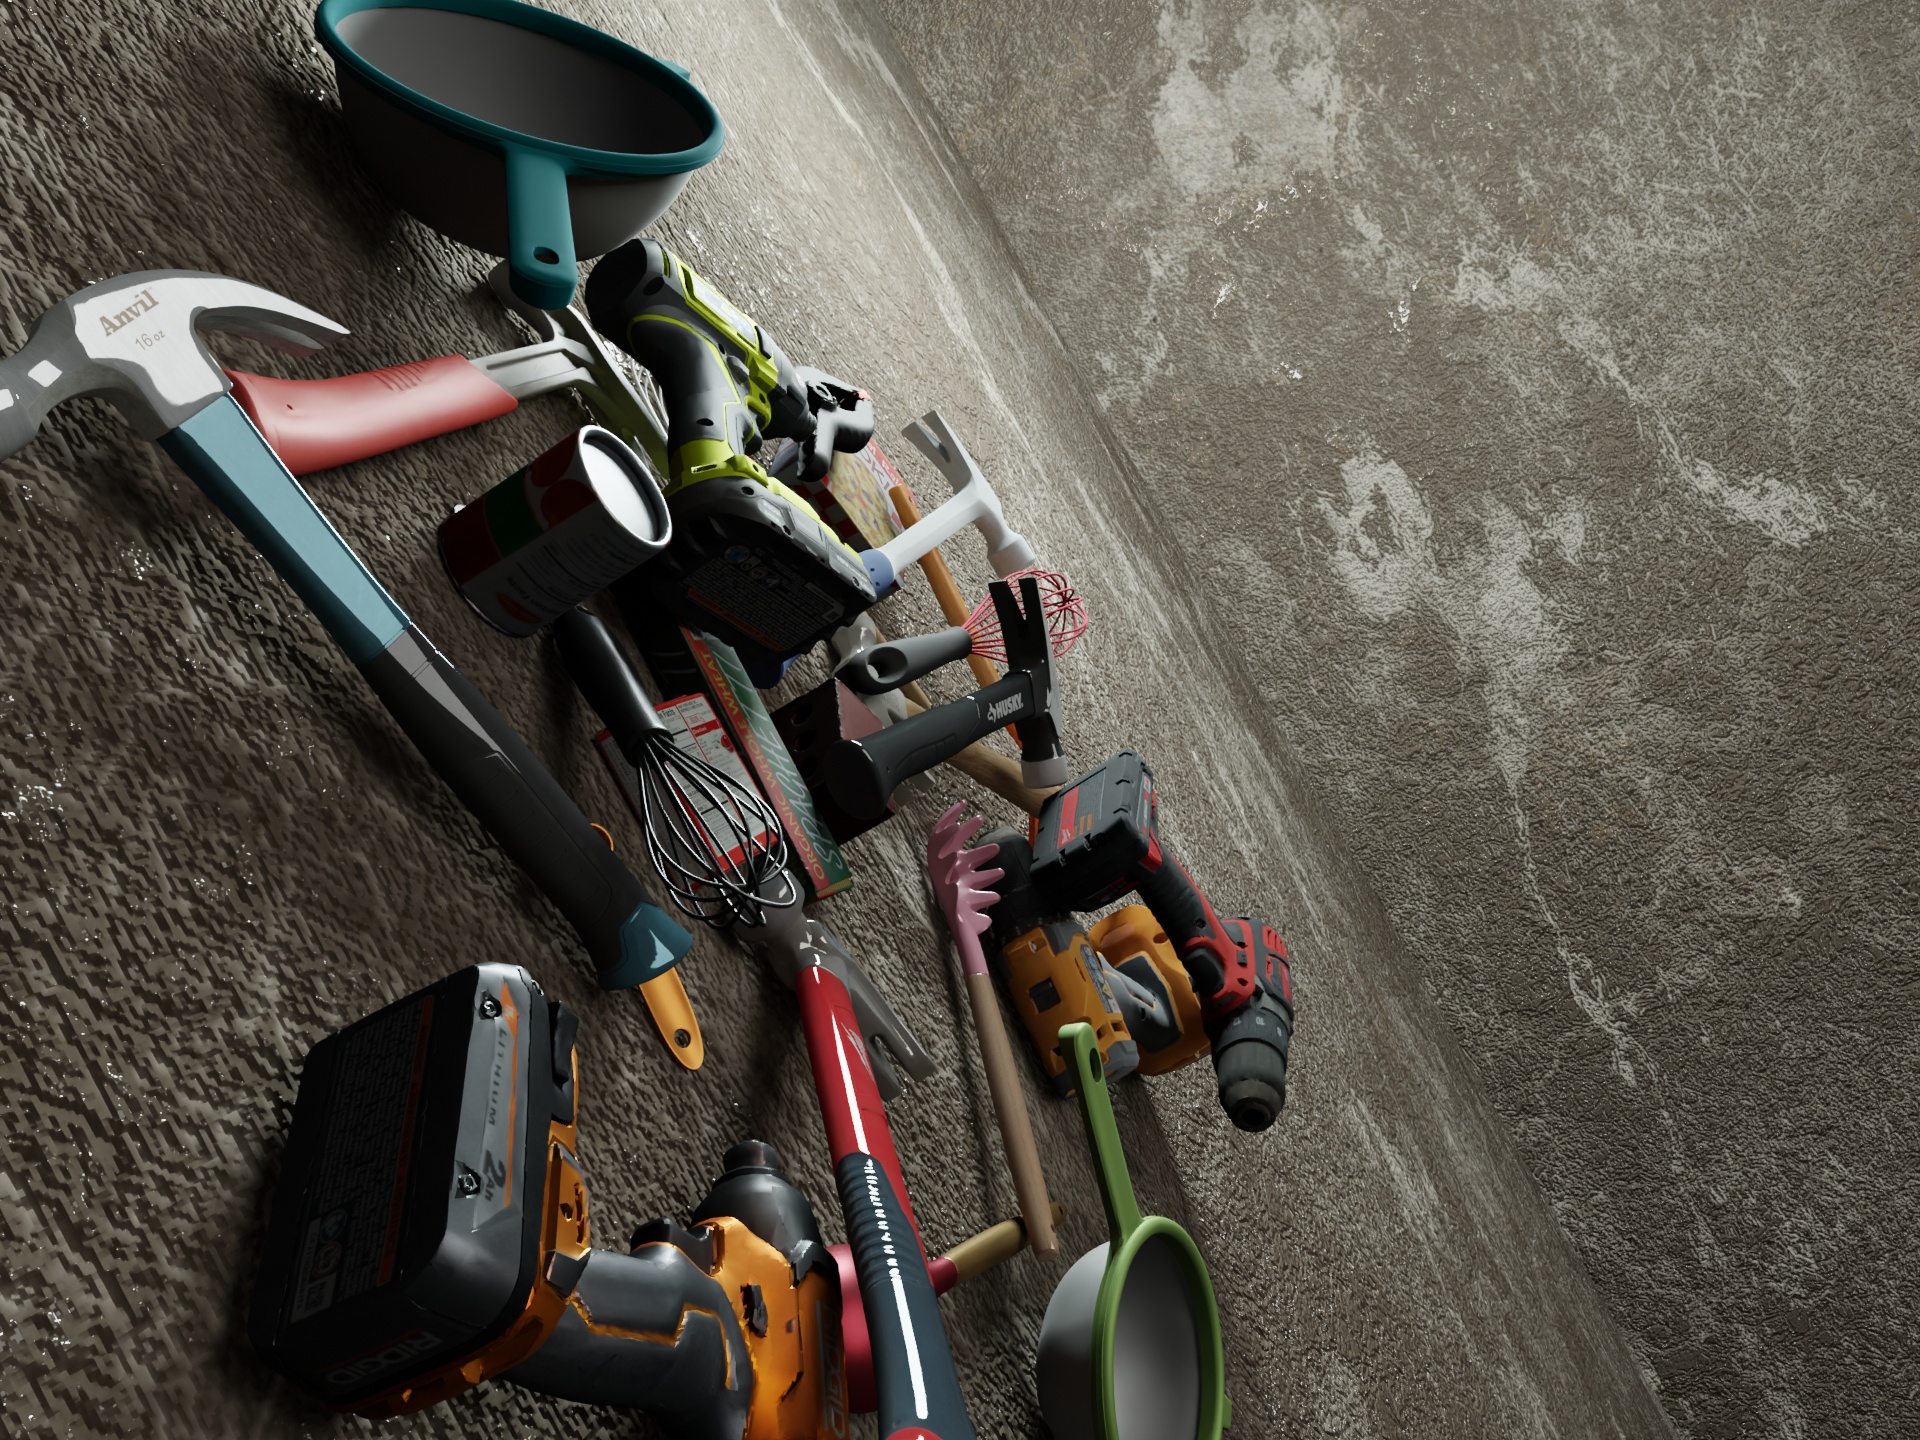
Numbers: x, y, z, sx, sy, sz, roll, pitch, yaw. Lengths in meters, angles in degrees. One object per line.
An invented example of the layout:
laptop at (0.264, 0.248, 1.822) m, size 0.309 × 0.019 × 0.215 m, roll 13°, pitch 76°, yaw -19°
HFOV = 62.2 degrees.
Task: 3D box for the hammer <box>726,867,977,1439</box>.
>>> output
hammer at (-0.028, 0.190, 0.631) m, size 0.143 × 0.038 × 0.387 m, roll 55°, pitch 1°, yaw -21°

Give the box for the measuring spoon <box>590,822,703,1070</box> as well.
measuring spoon at (-0.141, 0.099, 0.689) m, size 0.021 × 0.011 × 0.117 m, roll -22°, pitch 85°, yaw -50°

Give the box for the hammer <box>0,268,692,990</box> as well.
hammer at (-0.208, -0.018, 0.596) m, size 0.330 × 0.033 × 0.128 m, roll 57°, pitch 45°, yaw -26°

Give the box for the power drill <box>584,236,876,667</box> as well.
power drill at (-0.124, -0.149, 0.895) m, size 0.171 × 0.080 × 0.223 m, roll 34°, pitch 32°, yaw -49°

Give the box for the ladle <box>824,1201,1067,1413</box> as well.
ladle at (0.001, 0.270, 0.787) m, size 0.069 × 0.031 × 0.315 m, roll 65°, pitch 16°, yaw 16°

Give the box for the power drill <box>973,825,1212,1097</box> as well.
power drill at (0.094, 0.168, 1.125) m, size 0.226 × 0.084 × 0.185 m, roll 17°, pitch 44°, yaw -59°

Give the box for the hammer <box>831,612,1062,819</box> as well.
hammer at (0.036, 0.044, 1.138) m, size 0.331 × 0.031 × 0.130 m, roll 31°, pitch 35°, yaw -37°

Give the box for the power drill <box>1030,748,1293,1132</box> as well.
power drill at (0.146, 0.150, 1.063) m, size 0.226 × 0.080 × 0.188 m, roll 49°, pitch 24°, yaw -17°

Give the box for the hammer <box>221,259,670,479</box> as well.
hammer at (-0.240, -0.148, 0.759) m, size 0.149 × 0.036 × 0.359 m, roll 57°, pitch 17°, yaw -11°

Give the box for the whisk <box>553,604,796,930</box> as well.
whisk at (-0.133, 0.011, 0.693) m, size 0.055 × 0.055 × 0.239 m, roll 42°, pitch 4°, yaw -45°

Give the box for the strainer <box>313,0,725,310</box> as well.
strainer at (-0.226, -0.267, 0.812) m, size 0.211 × 0.095 × 0.341 m, roll 8°, pitch 39°, yaw -24°

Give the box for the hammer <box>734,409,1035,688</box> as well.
hammer at (-0.055, -0.113, 1.093) m, size 0.144 × 0.035 × 0.405 m, roll 58°, pitch 28°, yaw -7°

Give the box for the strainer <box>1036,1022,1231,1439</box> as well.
strainer at (0.065, 0.281, 0.809) m, size 0.151 × 0.069 × 0.256 m, roll -18°, pitch 95°, yaw -62°

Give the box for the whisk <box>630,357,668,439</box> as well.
whisk at (-0.163, -0.154, 0.966) m, size 0.059 × 0.057 × 0.247 m, roll 111°, pitch -29°, yaw -54°

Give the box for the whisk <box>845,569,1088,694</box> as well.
whisk at (0.008, -0.059, 1.122) m, size 0.296 × 0.073 × 0.073 m, roll -23°, pitch 83°, yaw -56°

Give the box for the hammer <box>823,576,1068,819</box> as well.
hammer at (-0.002, -0.003, 0.963) m, size 0.335 × 0.035 × 0.146 m, roll -24°, pitch 108°, yaw -68°

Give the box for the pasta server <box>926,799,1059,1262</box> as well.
pasta server at (0.022, 0.173, 0.946) m, size 0.060 × 0.040 × 0.317 m, roll 49°, pitch 17°, yaw -41°

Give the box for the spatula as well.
spatula at (0.013, -0.030, 1.220) m, size 0.322 × 0.041 × 0.081 m, roll 64°, pitch 19°, yaw -2°

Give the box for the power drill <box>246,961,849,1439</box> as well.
power drill at (-0.114, 0.177, 0.528) m, size 0.226 × 0.084 × 0.164 m, roll 52°, pitch 18°, yaw -39°

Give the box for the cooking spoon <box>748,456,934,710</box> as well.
cooking spoon at (-0.107, -0.118, 1.107) m, size 0.318 × 0.017 × 0.069 m, roll 54°, pitch 19°, yaw -17°
